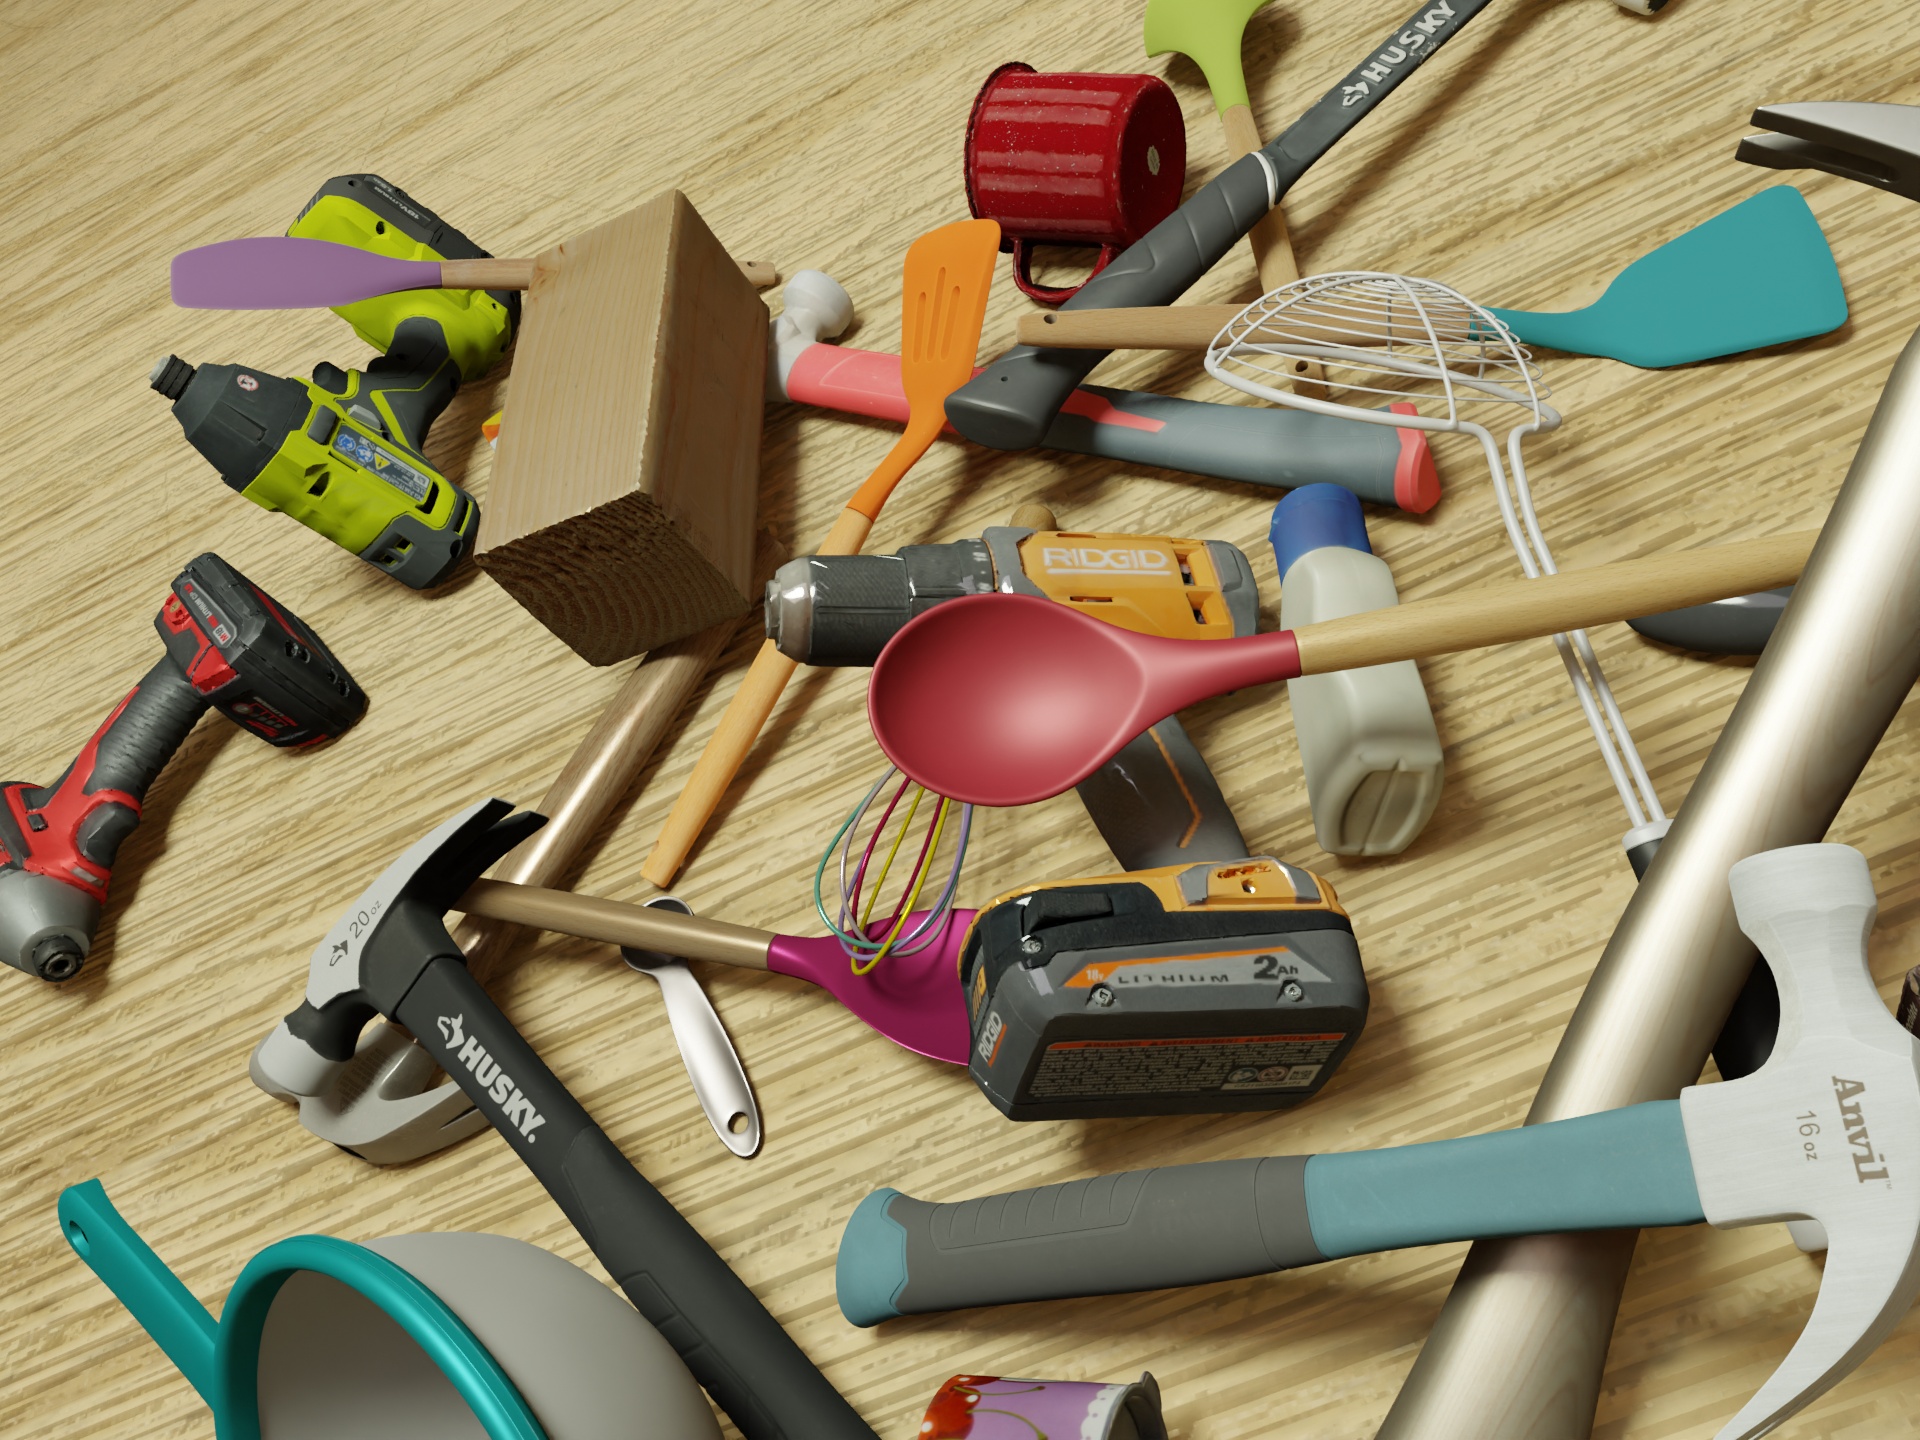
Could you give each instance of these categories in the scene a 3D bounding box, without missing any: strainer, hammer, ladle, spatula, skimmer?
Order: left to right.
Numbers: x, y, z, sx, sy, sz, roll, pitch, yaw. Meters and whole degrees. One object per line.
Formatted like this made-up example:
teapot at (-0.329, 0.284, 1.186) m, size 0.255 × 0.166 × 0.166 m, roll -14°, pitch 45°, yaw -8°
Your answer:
strainer at (-0.178, 0.221, 0.516) m, size 0.341 × 0.211 × 0.095 m, roll 20°, pitch 24°, yaw 37°
spatula at (-0.256, -0.244, 0.866) m, size 0.316 × 0.018 × 0.060 m, roll -5°, pitch 55°, yaw -19°
hammer at (-0.176, 0.046, 0.715) m, size 0.130 × 0.031 × 0.331 m, roll 18°, pitch 66°, yaw 36°
hammer at (-0.125, 0.162, 0.565) m, size 0.335 × 0.035 × 0.146 m, roll 37°, pitch 91°, yaw 31°
spatula at (-0.064, -0.075, 0.705) m, size 0.081 × 0.041 × 0.322 m, roll 15°, pitch 75°, yaw 58°
hammer at (0.029, -0.131, 0.734) m, size 0.386 × 0.038 × 0.143 m, roll 18°, pitch 67°, yaw 36°
ladle at (0.144, -0.271, 0.783) m, size 0.078 × 0.062 × 0.320 m, roll -19°, pitch 57°, yaw 20°
hammer at (0.089, 0.135, 0.443) m, size 0.331 × 0.033 × 0.128 m, roll -22°, pitch 62°, yaw 36°
hammer at (0.147, -0.261, 0.726) m, size 0.409 × 0.036 × 0.149 m, roll -43°, pitch 62°, yaw -14°
ladle at (0.128, -0.027, 0.483) m, size 0.315 × 0.031 × 0.069 m, roll -10°, pitch 77°, yaw 7°
spatula at (0.181, -0.170, 0.646) m, size 0.317 × 0.044 × 0.082 m, roll -1°, pitch 58°, yaw 3°
skimmer at (0.185, -0.006, 0.527) m, size 0.127 × 0.090 × 0.364 m, roll -4°, pitch 65°, yaw -26°
hammer at (0.204, 0.030, 0.435) m, size 0.146 × 0.038 × 0.410 m, roll 26°, pitch 90°, yaw 18°

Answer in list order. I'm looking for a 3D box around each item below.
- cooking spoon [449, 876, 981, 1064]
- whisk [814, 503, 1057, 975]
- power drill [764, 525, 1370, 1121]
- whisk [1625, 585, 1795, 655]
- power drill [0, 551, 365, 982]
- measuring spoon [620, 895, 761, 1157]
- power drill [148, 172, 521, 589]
cooking spoon at (-0.095, 0.087, 0.624) m, size 0.319 × 0.017 × 0.069 m, roll 7°, pitch 45°, yaw 21°
whisk at (-0.002, -0.001, 0.640) m, size 0.051 × 0.047 × 0.245 m, roll 13°, pitch 51°, yaw 10°
power drill at (0.029, 0.020, 0.553) m, size 0.185 × 0.084 × 0.226 m, roll 1°, pitch 50°, yaw -12°
whisk at (0.349, -0.025, 0.483) m, size 0.285 × 0.070 × 0.070 m, roll 7°, pitch 60°, yaw 37°
power drill at (-0.428, 0.030, 0.831) m, size 0.219 × 0.078 × 0.143 m, roll -47°, pitch 49°, yaw -7°
measuring spoon at (-0.103, 0.123, 0.636) m, size 0.034 × 0.018 × 0.124 m, roll -32°, pitch 55°, yaw 1°
power drill at (-0.338, -0.198, 0.888) m, size 0.080 × 0.171 × 0.223 m, roll -32°, pitch 39°, yaw 32°
